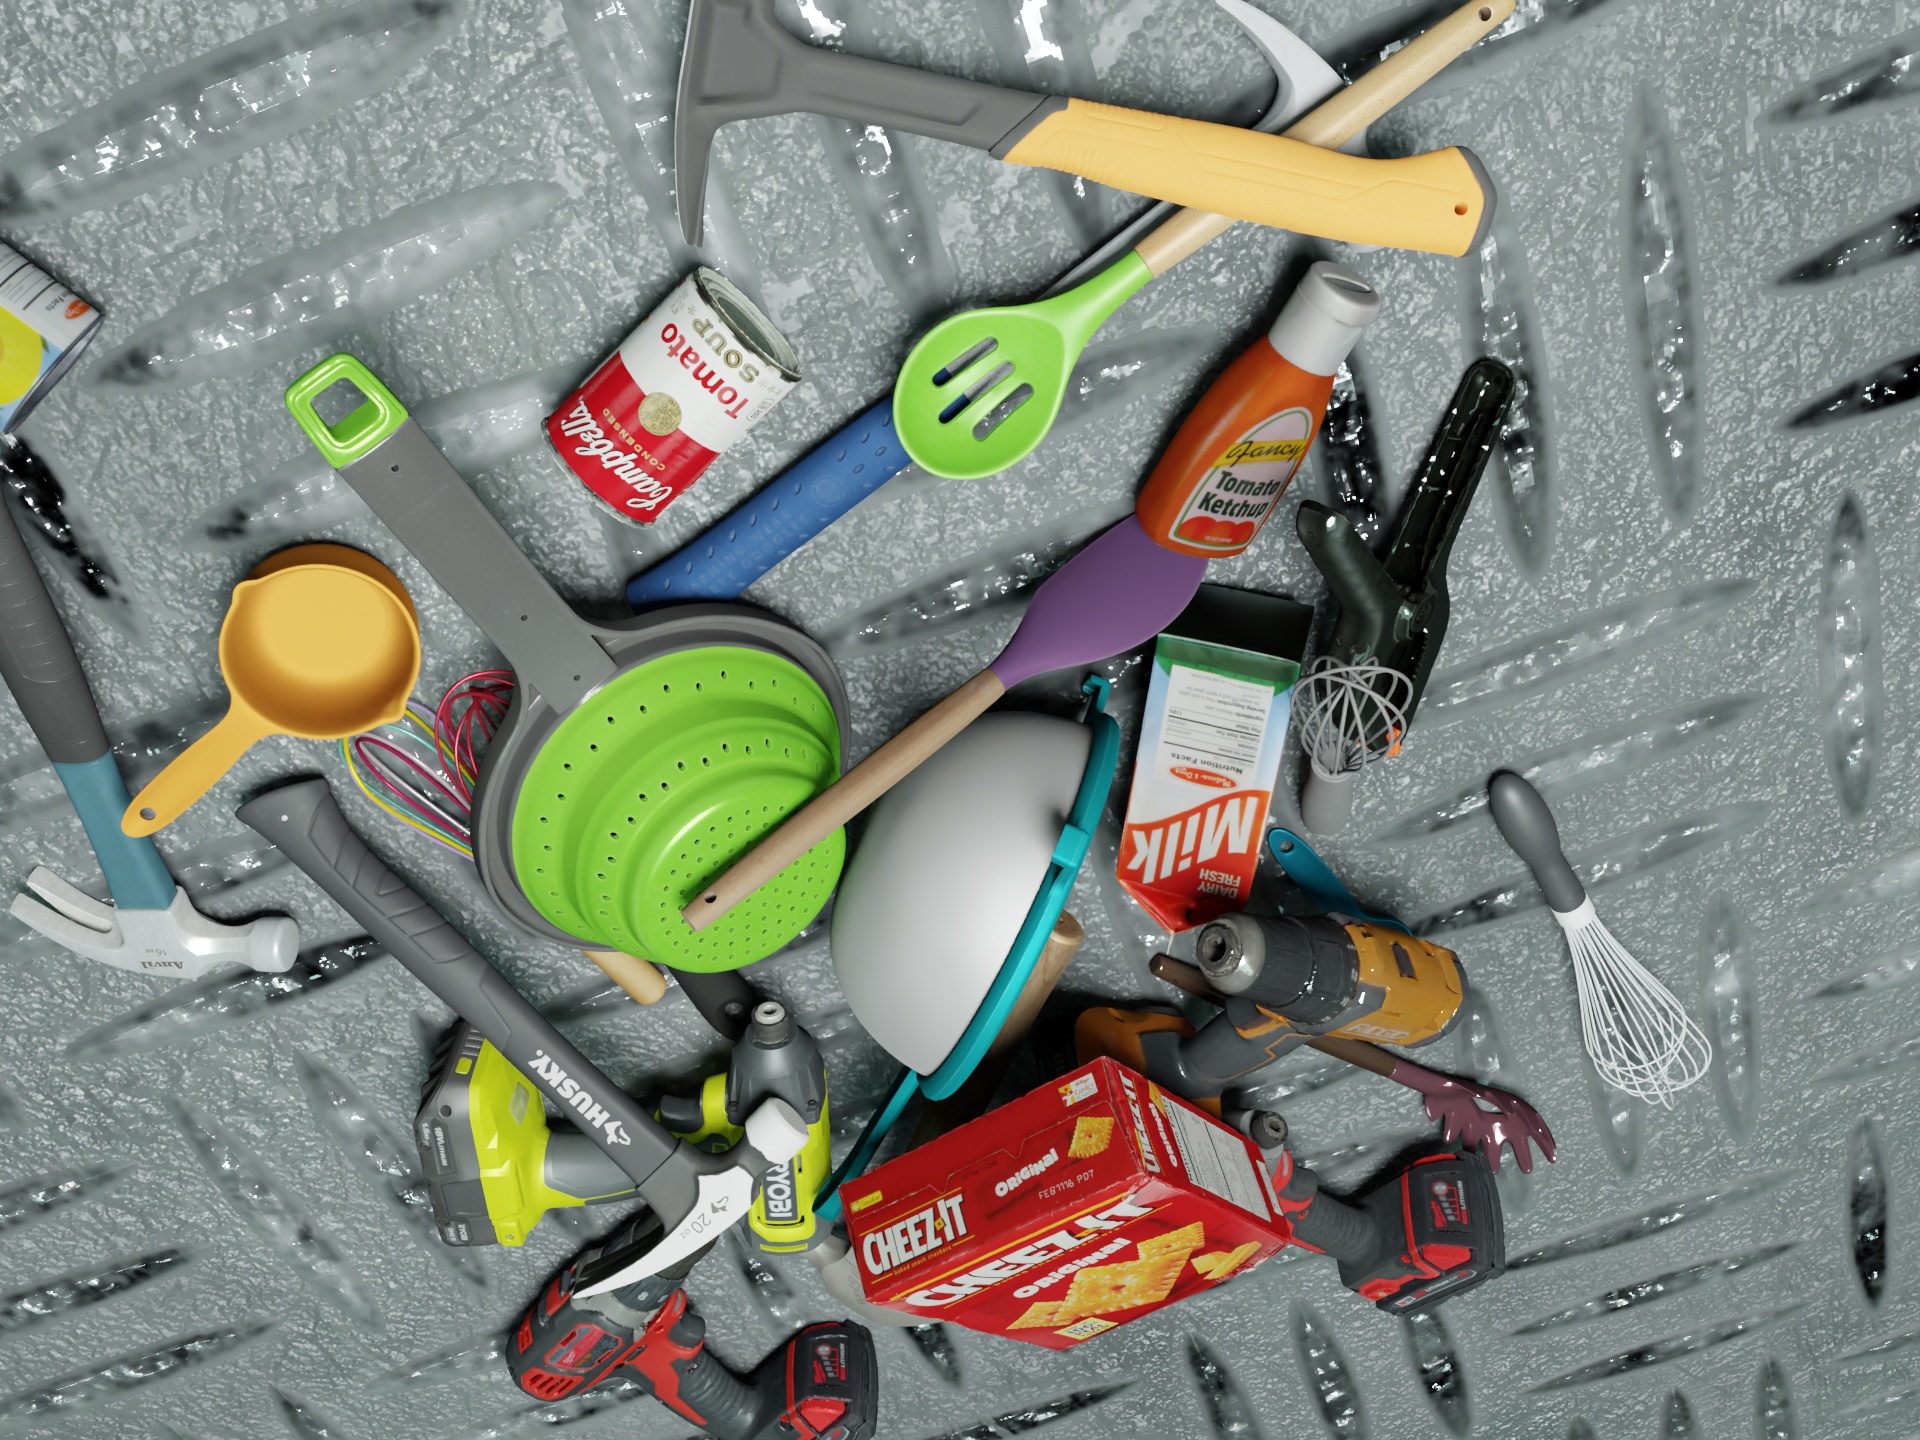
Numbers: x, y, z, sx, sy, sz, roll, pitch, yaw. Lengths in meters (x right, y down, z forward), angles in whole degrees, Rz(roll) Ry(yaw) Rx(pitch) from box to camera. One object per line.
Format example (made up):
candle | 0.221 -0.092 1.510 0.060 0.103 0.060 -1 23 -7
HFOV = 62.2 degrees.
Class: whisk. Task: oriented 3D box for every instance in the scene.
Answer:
whisk | -0.182 0.084 0.855 0.073 0.073 0.295 -25 127 7
whisk | -0.241 0.080 0.852 0.051 0.047 0.244 -32 123 9
whisk | 0.193 0.020 0.811 0.055 0.055 0.238 -17 159 3
whisk | 0.386 0.136 0.969 0.070 0.070 0.284 -31 116 11

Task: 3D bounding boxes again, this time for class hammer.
hammer | 0.051 -0.231 0.655 0.337 0.034 0.127 11 103 -1
hammer | -0.006 0.239 0.939 0.130 0.031 0.331 33 120 13
hammer | -0.423 0.004 0.758 0.128 0.033 0.330 0 129 0
hammer | -0.247 0.157 0.837 0.146 0.035 0.334 -44 97 2
hammer | 0.005 -0.167 0.740 0.405 0.035 0.144 -35 120 13

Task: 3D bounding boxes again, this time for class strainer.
strainer | -0.035 0.125 0.825 0.095 0.211 0.340 27 115 -4

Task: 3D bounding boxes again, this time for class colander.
colander | -0.153 0.005 0.712 0.204 0.095 0.396 -39 136 -8

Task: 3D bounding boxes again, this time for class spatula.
spatula | -0.001 -0.002 0.749 0.316 0.060 0.018 -38 158 -19

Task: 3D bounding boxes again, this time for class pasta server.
pasta server | 0.251 0.216 1.006 0.316 0.040 0.060 26 136 -20

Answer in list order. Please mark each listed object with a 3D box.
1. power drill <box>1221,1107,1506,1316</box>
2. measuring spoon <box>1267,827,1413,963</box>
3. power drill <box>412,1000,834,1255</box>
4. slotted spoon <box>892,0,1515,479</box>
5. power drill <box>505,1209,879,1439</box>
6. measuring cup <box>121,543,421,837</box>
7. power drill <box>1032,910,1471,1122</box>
power drill | 0.229 0.305 1.016 0.219 0.079 0.143 20 138 -16
measuring spoon | 0.223 0.104 0.950 0.042 0.021 0.128 -39 109 16
power drill | -0.187 0.232 0.916 0.223 0.080 0.171 -1 121 -1
slotted spoon | 0.102 -0.212 0.689 0.314 0.031 0.070 -35 105 11
power drill | -0.158 0.405 1.043 0.226 0.080 0.188 37 110 -22
measuring cup | -0.334 -0.013 0.761 0.173 0.052 0.095 -41 120 5
power drill | 0.139 0.169 0.875 0.185 0.084 0.226 18 140 -40
